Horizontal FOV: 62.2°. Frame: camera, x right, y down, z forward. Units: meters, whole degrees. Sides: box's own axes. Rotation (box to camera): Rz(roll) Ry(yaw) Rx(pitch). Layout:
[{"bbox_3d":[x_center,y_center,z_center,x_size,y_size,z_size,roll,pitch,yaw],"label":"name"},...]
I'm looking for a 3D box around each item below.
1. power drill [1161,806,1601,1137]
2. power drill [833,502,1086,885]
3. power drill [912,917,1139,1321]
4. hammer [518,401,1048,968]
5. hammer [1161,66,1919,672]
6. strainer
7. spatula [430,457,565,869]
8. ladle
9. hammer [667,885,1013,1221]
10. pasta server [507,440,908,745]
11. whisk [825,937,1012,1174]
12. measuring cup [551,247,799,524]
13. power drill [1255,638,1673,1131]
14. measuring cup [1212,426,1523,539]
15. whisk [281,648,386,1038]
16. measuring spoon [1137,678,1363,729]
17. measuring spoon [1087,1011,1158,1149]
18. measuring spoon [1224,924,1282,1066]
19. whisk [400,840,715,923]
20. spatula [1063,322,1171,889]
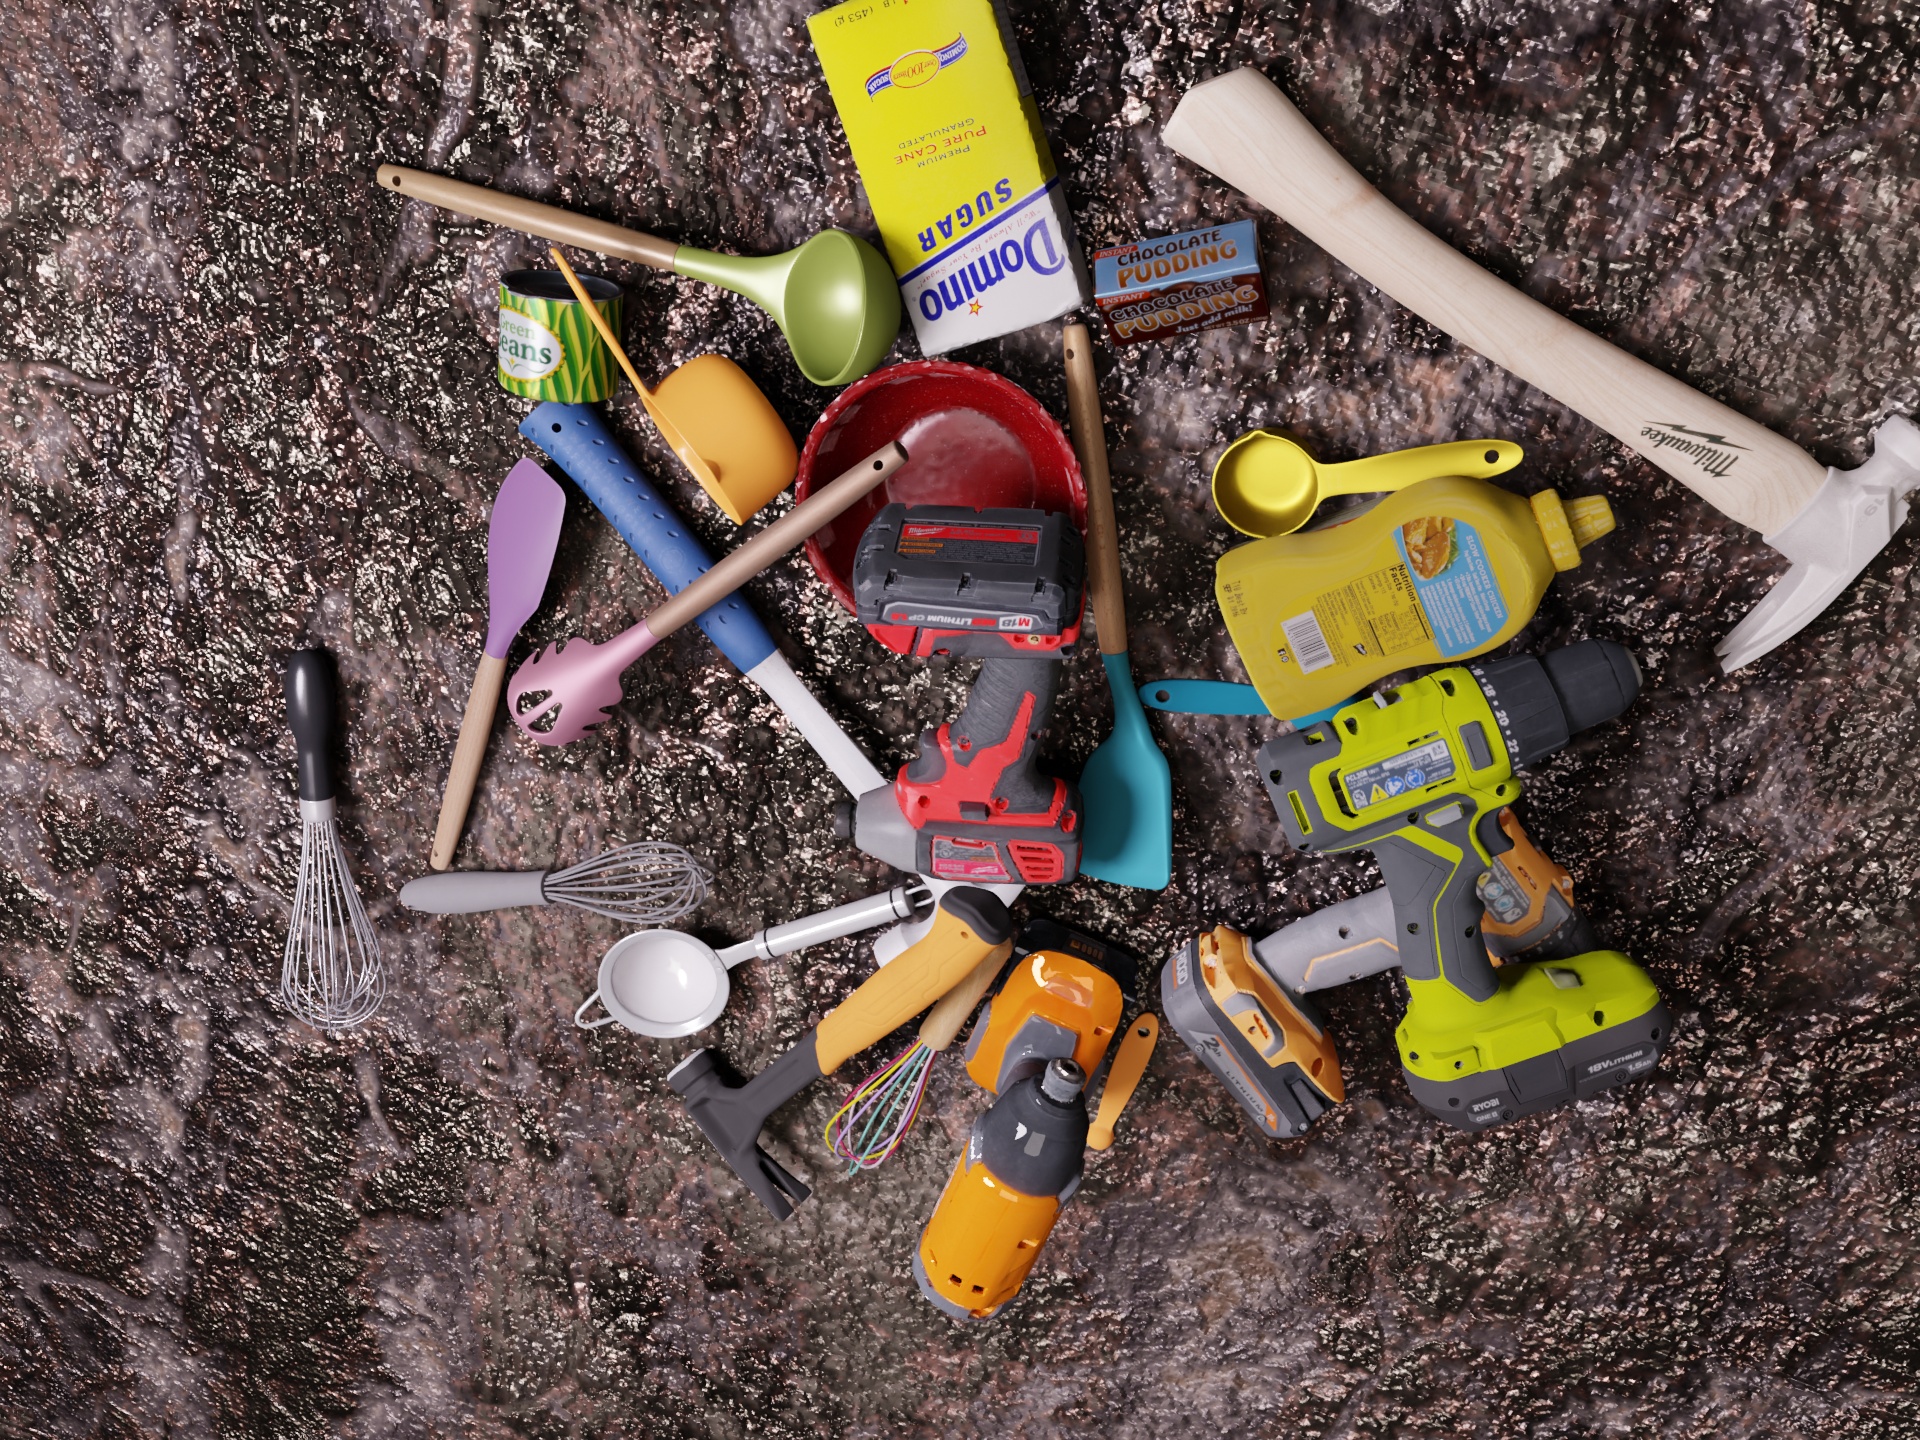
[{"bbox_3d":[0.255,0.151,0.925,0.226,0.084,0.185,-38,102,17],"label":"power drill"},{"bbox_3d":[-0.001,-0.003,0.861,0.143,0.079,0.219,3,127,5],"label":"power drill"},{"bbox_3d":[0.045,0.211,0.919,0.084,0.227,0.164,24,117,1],"label":"power drill"},{"bbox_3d":[-0.106,-0.031,0.945,0.144,0.035,0.405,-37,100,14],"label":"hammer"},{"bbox_3d":[0.275,-0.184,0.794,0.410,0.038,0.146,32,118,-2],"label":"hammer"},{"bbox_3d":[-0.133,0.148,1.039,0.258,0.050,0.086,-19,116,14],"label":"strainer"},{"bbox_3d":[-0.298,-0.024,0.998,0.060,0.018,0.315,41,125,24],"label":"spatula"},{"bbox_3d":[-0.178,-0.251,0.845,0.320,0.062,0.078,19,114,12],"label":"ladle"},{"bbox_3d":[-0.068,0.202,0.991,0.127,0.034,0.336,50,131,6],"label":"hammer"},{"bbox_3d":[-0.150,-0.069,0.898,0.316,0.040,0.060,-32,100,25],"label":"pasta server"},{"bbox_3d":[-0.029,0.218,1.027,0.047,0.051,0.244,34,126,6],"label":"whisk"},{"bbox_3d":[-0.149,-0.189,0.852,0.052,0.095,0.173,-37,115,-8],"label":"measuring cup"},{"bbox_3d":[0.280,0.080,0.825,0.190,0.080,0.228,-22,102,9],"label":"power drill"},{"bbox_3d":[0.211,-0.132,0.829,0.156,0.029,0.062,-5,114,20],"label":"measuring cup"},{"bbox_3d":[-0.432,0.086,1.075,0.070,0.070,0.284,8,110,10],"label":"whisk"},{"bbox_3d":[0.164,-0.008,0.907,0.128,0.021,0.042,4,115,12],"label":"measuring spoon"},{"bbox_3d":[0.105,0.238,1.038,0.021,0.011,0.116,20,117,4],"label":"measuring spoon"},{"bbox_3d":[0.179,0.184,0.994,0.034,0.018,0.124,-10,111,17],"label":"measuring spoon"},{"bbox_3d":[-0.271,0.110,1.053,0.239,0.055,0.055,-5,113,20],"label":"whisk"},{"bbox_3d":[0.078,-0.060,0.891,0.082,0.044,0.317,10,118,42],"label":"spatula"}]
